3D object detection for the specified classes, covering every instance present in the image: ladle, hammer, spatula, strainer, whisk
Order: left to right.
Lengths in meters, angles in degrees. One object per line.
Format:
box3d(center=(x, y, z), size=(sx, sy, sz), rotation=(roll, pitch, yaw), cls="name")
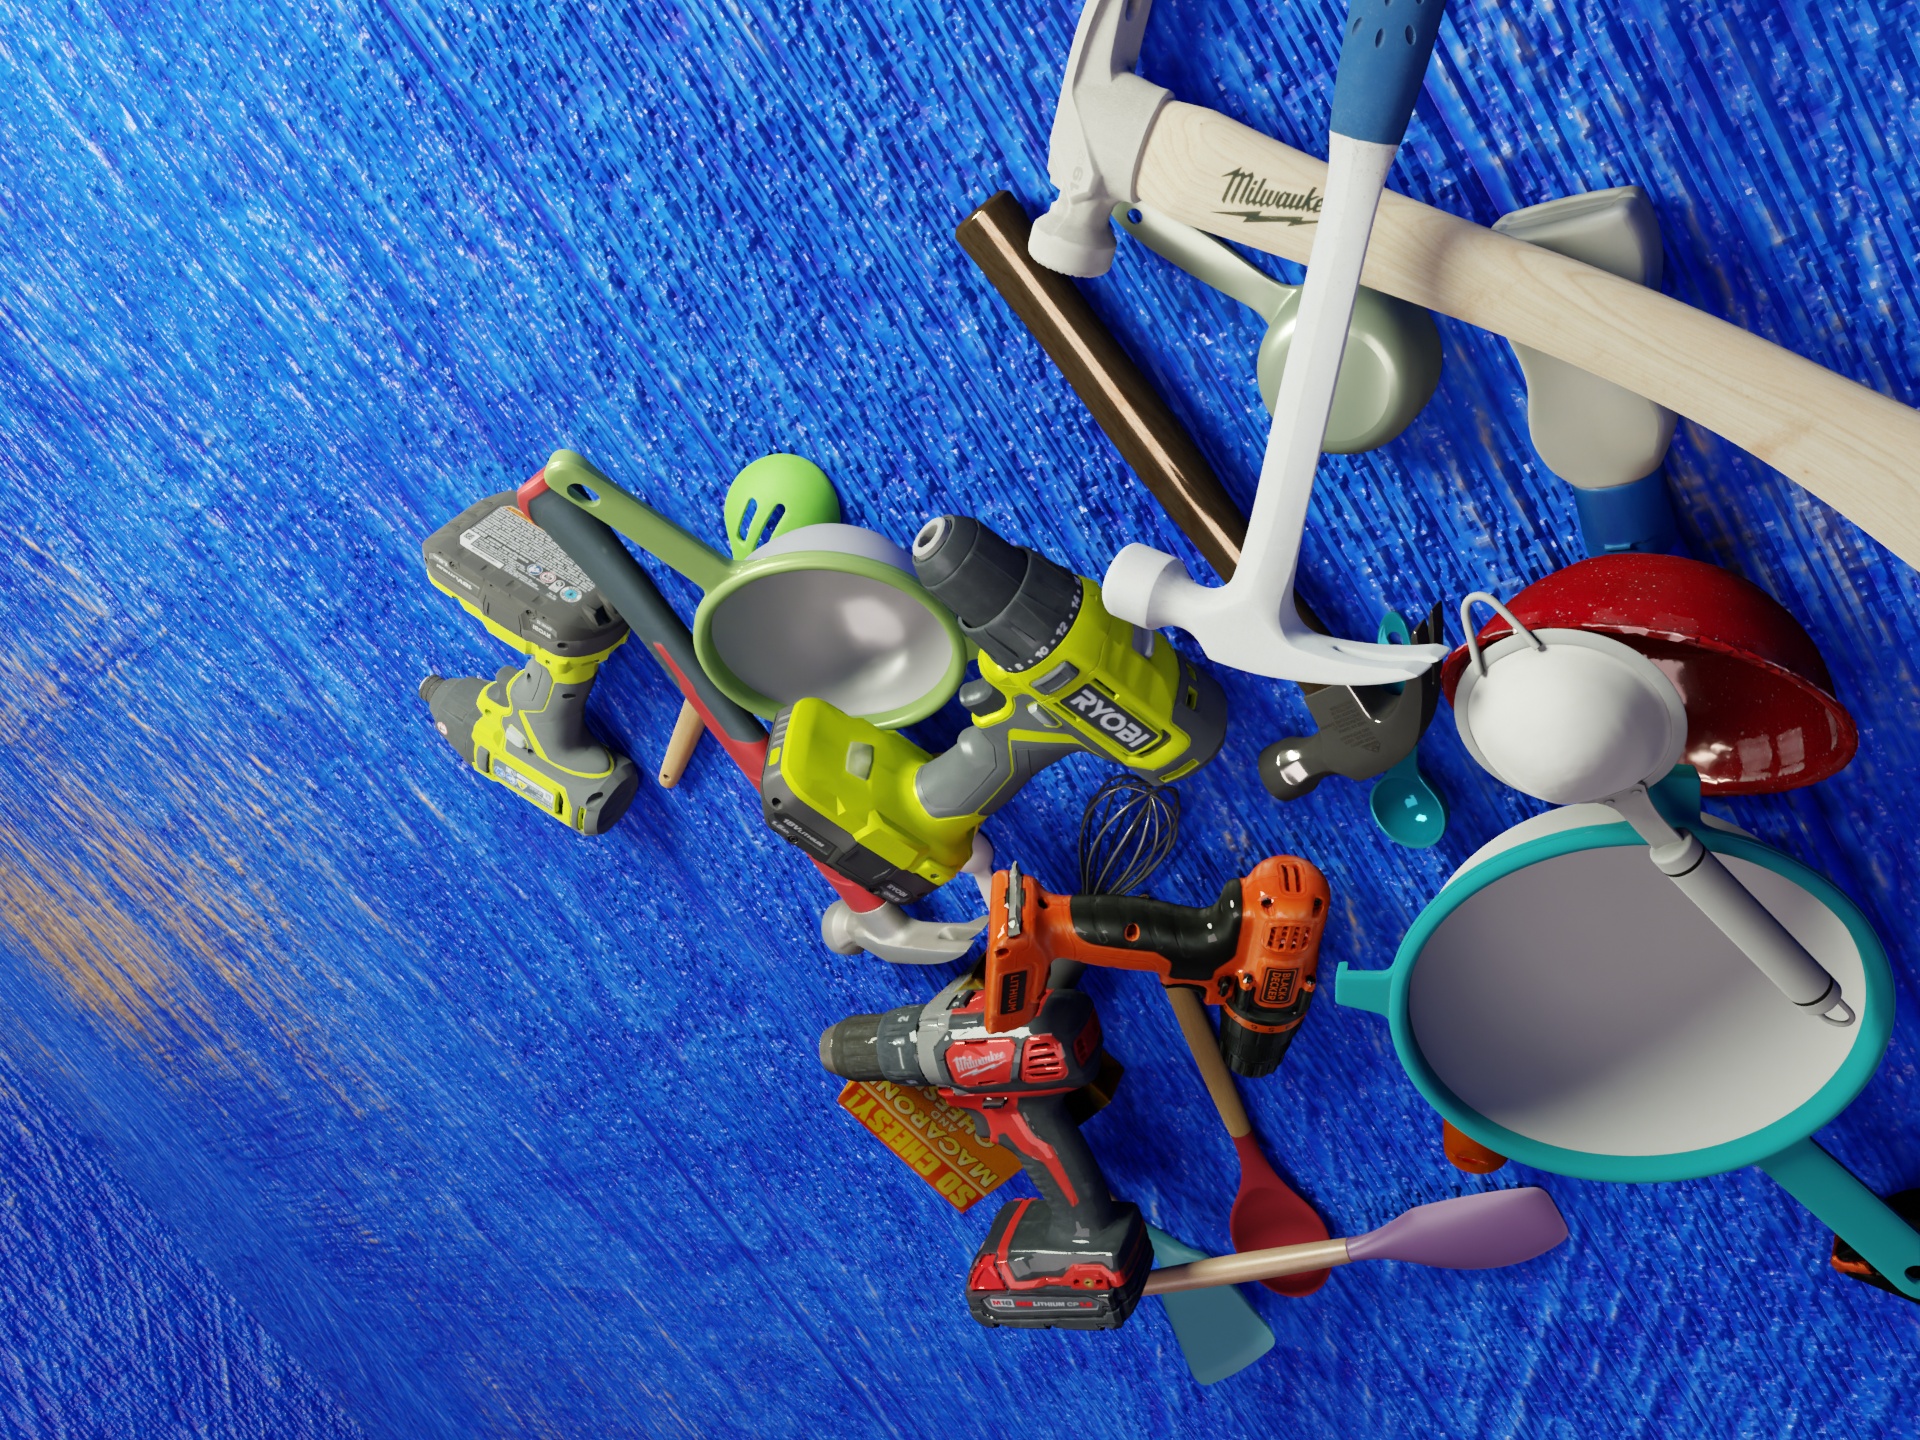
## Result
box3d(center=(-0.128, 0.003, 0.969), size=(0.143, 0.038, 0.386), rotation=(-7, 125, 49), cls="hammer")
box3d(center=(-0.107, -0.085, 0.860), size=(0.256, 0.069, 0.151), rotation=(33, 134, -30), cls="strainer")
box3d(center=(0.087, 0.334, 1.122), size=(0.317, 0.044, 0.082), rotation=(43, 124, 0), cls="spatula")
box3d(center=(0.078, 0.111, 0.951), size=(0.055, 0.055, 0.238), rotation=(30, 139, 11), cls="whisk")
box3d(center=(0.111, -0.109, 0.756), size=(0.331, 0.031, 0.130), rotation=(52, 139, -8), cls="hammer")
box3d(center=(0.167, 0.240, 1.005), size=(0.069, 0.031, 0.315), rotation=(-11, 115, 30), cls="ladle")
box3d(center=(0.226, 0.343, 1.014), size=(0.316, 0.018, 0.059), rotation=(-21, 111, 29), cls="spatula")
box3d(center=(0.149, -0.198, 0.573), size=(0.144, 0.035, 0.405), rotation=(25, 123, 28), cls="hammer")
box3d(center=(0.208, -0.168, 0.588), size=(0.411, 0.038, 0.146), rotation=(32, 128, 23), cls="hammer")
box3d(center=(0.282, 0.048, 0.635), size=(0.258, 0.050, 0.087), rotation=(41, 139, -16), cls="strainer")
box3d(center=(0.357, 0.151, 0.762), size=(0.340, 0.095, 0.211), rotation=(40, 123, -13), cls="strainer")

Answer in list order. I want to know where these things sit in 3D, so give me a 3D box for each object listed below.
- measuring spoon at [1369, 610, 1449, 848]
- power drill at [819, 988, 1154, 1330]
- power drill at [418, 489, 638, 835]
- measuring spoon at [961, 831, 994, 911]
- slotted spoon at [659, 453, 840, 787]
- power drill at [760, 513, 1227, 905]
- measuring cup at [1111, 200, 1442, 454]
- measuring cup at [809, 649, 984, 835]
box3d(center=(0.224, 0.003, 0.791), size=(0.042, 0.021, 0.128), rotation=(12, 121, 43), cls="measuring spoon")
box3d(center=(0.019, 0.277, 1.027), size=(0.188, 0.080, 0.226), rotation=(-9, 109, 25), cls="power drill")
box3d(center=(-0.295, -0.036, 1.068), size=(0.171, 0.080, 0.223), rotation=(30, 138, 10), cls="power drill")
box3d(center=(0.021, 0.121, 1.016), size=(0.034, 0.018, 0.124), rotation=(-9, 119, 38), cls="measuring spoon")
box3d(center=(-0.147, -0.046, 0.994), size=(0.070, 0.031, 0.313), rotation=(34, 137, 2), cls="slotted spoon")
box3d(center=(-0.001, -0.003, 0.839), size=(0.190, 0.080, 0.228), rotation=(35, 131, -27), cls="power drill")
box3d(center=(0.129, -0.177, 0.692), size=(0.167, 0.038, 0.083), rotation=(34, 136, 4), cls="measuring cup")
box3d(center=(-0.041, 0.009, 0.965), size=(0.156, 0.029, 0.062), rotation=(49, 136, -5), cls="measuring cup")
